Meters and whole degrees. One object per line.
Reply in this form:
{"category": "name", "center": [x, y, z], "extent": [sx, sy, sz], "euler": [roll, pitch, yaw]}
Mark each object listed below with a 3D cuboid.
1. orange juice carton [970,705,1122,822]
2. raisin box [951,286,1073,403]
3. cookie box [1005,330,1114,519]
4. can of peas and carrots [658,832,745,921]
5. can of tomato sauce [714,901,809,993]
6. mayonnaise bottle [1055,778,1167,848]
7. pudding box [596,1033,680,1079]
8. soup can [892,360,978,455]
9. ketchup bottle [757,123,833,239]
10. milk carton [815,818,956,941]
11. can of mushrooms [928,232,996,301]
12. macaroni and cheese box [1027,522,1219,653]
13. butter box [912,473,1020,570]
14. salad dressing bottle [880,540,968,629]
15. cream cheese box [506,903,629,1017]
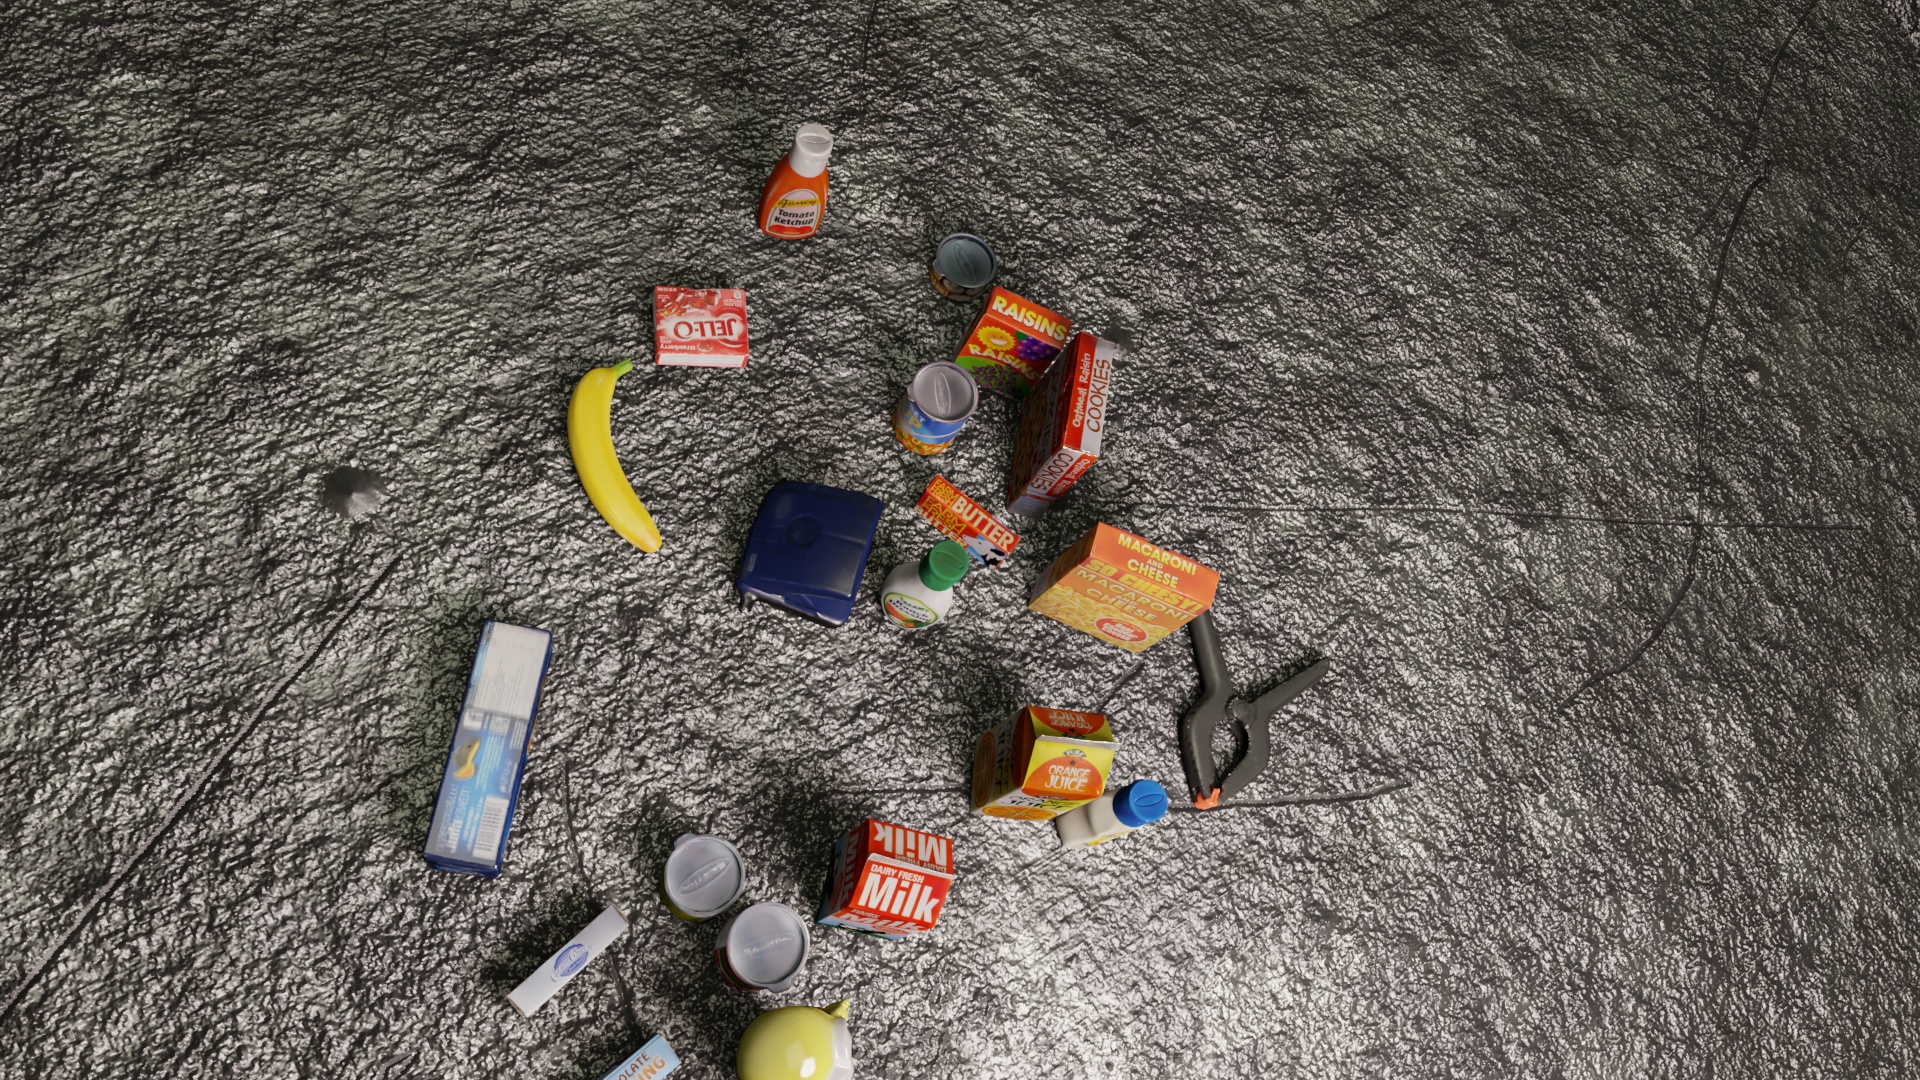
{"category": "orange juice carton", "center": [0.071, 0.192, 1.208], "extent": [0.072, 0.192, 0.073], "euler": [10, 68, -14]}
{"category": "raisin box", "center": [0.049, -0.194, 1.385], "extent": [0.086, 0.123, 0.040], "euler": [24, 65, -8]}
{"category": "cookie box", "center": [0.093, -0.108, 1.342], "extent": [0.040, 0.166, 0.123], "euler": [15, 67, -12]}
{"category": "can of peas and carrots", "center": [-0.218, 0.280, 1.157], "extent": [0.071, 0.058, 0.071], "euler": [6, 69, -16]}
{"category": "can of tomato sauce", "center": [-0.163, 0.336, 1.140], "extent": [0.071, 0.082, 0.071], "euler": [6, 69, -16]}
{"category": "mayonnaise bottle", "center": [0.137, 0.243, 1.235], "extent": [0.065, 0.147, 0.041], "euler": [-10, 74, -21]}
{"category": "pudding box", "center": [-0.263, 0.426, 1.092], "extent": [0.084, 0.049, 0.030], "euler": [-36, 84, -26]}
{"category": "soup can", "center": [-0.029, -0.129, 1.357], "extent": [0.071, 0.083, 0.071], "euler": [6, 69, -16]}
{"category": "ketchup bottle", "center": [-0.158, -0.352, 1.364], "extent": [0.065, 0.148, 0.043], "euler": [-1, 71, -18]}
{"category": "milk carton", "center": [-0.061, 0.277, 1.135], "extent": [0.072, 0.189, 0.074], "euler": [17, 66, -11]}
{"category": "can of mushrooms", "center": [0.000, -0.286, 1.453], "extent": [0.071, 0.033, 0.071], "euler": [6, 69, -16]}
{"category": "macaroni and cheese box", "center": [0.149, 0.046, 1.303], "extent": [0.124, 0.165, 0.040], "euler": [23, 66, -9]}
{"category": "butter box", "center": [0.005, -0.017, 1.343], "extent": [0.103, 0.053, 0.024], "euler": [38, 64, -1]}
{"category": "salad dressing bottle", "center": [-0.031, 0.040, 1.258], "extent": [0.064, 0.147, 0.044], "euler": [28, 65, -6]}
{"category": "cream cheese box", "center": [-0.313, 0.336, 1.108], "extent": [0.104, 0.053, 0.024], "euler": [-41, 86, -26]}
